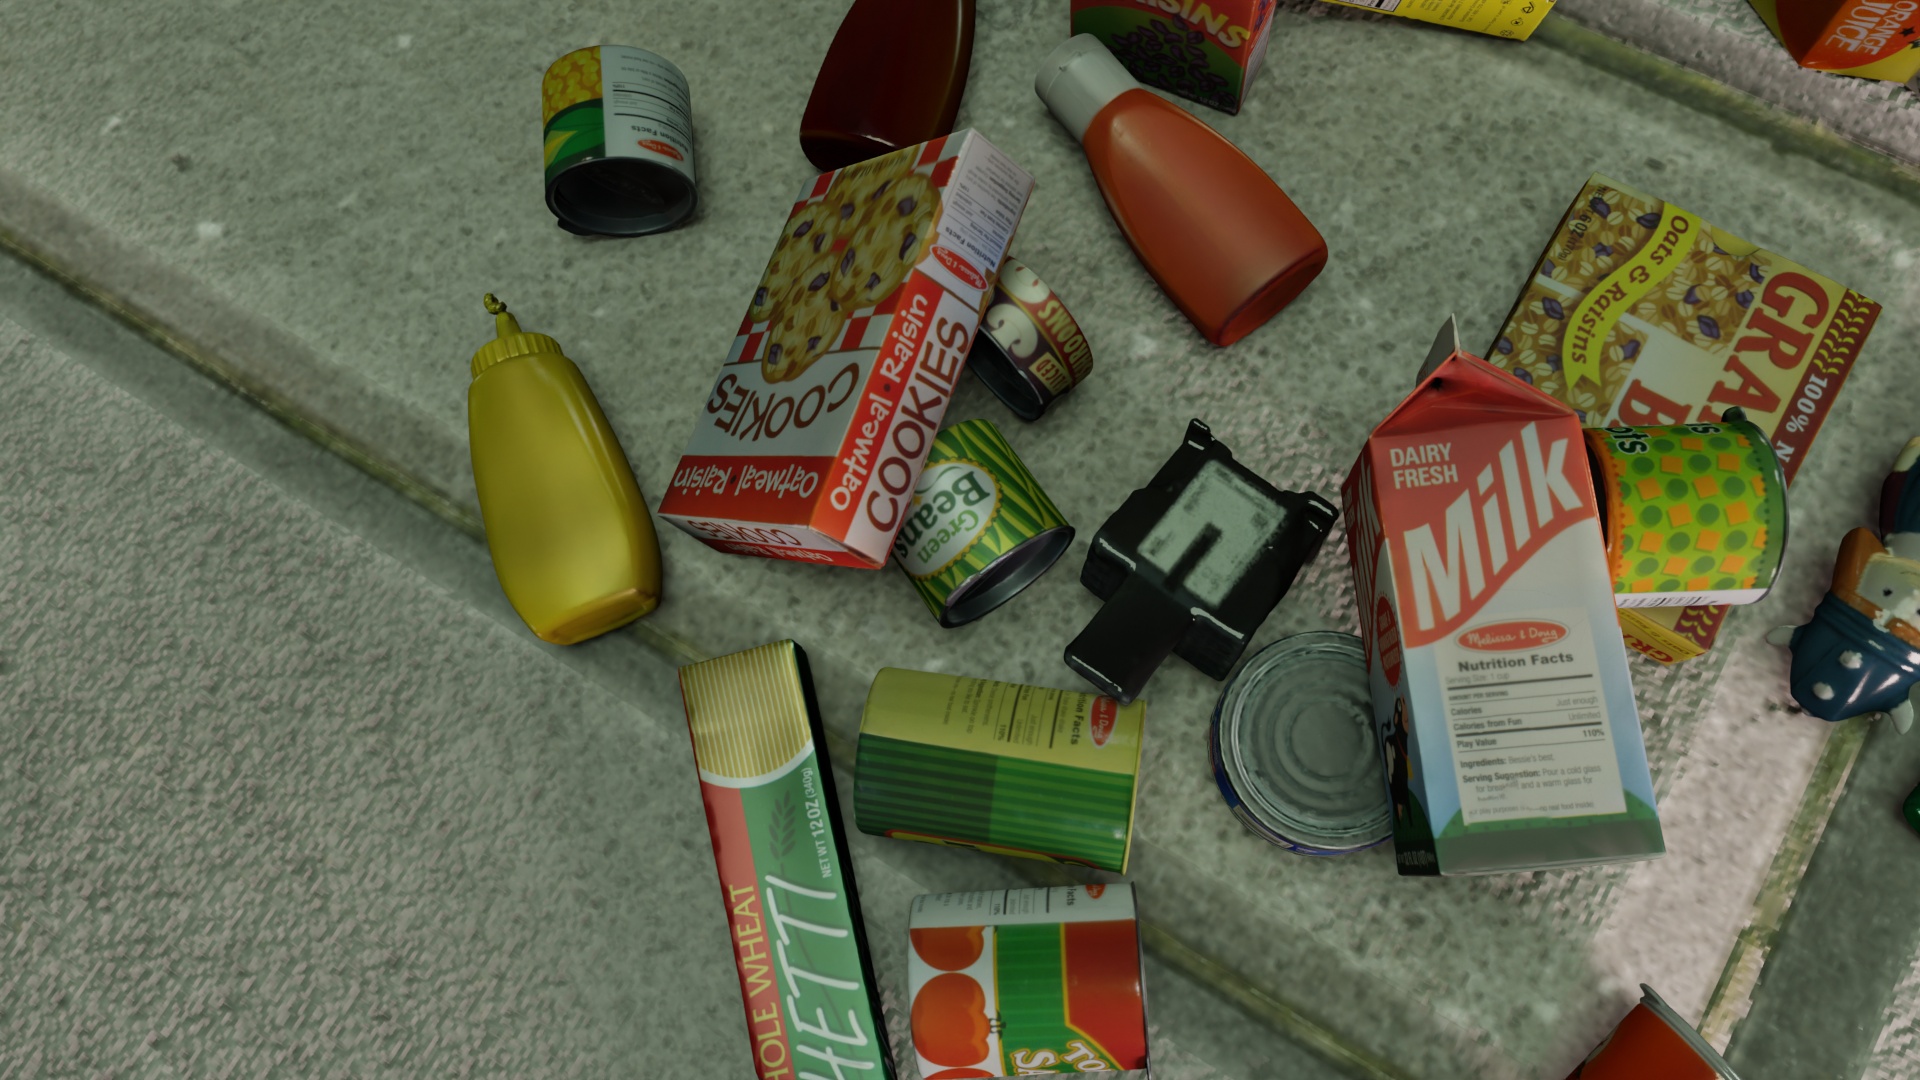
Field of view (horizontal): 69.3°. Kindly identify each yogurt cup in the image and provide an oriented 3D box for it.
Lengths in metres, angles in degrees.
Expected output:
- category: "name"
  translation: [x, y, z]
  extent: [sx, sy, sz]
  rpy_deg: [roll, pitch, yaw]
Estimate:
- category: "yogurt cup"
  translation: [0.244, 0.202, 0.482]
  extent: [0.054, 0.072, 0.072]
  rpy_deg: [-39, 75, 3]

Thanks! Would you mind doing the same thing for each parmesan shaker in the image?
- category: "parmesan shaker"
  translation: [0.016, 0.086, 0.535]
  extent: [0.103, 0.071, 0.071]
  rpy_deg: [7, 76, 8]

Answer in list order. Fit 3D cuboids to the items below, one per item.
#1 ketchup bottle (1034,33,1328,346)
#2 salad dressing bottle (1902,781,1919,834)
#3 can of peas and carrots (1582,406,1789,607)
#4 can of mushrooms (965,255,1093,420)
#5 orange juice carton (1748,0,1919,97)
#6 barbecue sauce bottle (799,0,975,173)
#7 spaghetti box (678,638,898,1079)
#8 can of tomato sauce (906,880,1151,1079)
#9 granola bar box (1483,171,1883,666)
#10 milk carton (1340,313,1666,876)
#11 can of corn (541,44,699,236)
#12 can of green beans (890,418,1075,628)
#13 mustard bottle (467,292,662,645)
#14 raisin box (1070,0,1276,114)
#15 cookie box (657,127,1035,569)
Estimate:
- category: "ketchup bottle"
  translation: [0.090, -0.158, 0.605]
  extent: [0.064, 0.043, 0.149]
  rpy_deg: [-39, 74, 7]
- category: "salad dressing bottle"
  translation: [0.414, 0.058, 0.517]
  extent: [0.148, 0.044, 0.064]
  rpy_deg: [-45, 77, -7]
- category: "can of peas and carrots"
  translation: [0.250, -0.011, 0.497]
  extent: [0.059, 0.071, 0.071]
  rpy_deg: [-3, 75, 5]
- category: "can of mushrooms"
  translation: [0.023, -0.084, 0.578]
  extent: [0.033, 0.071, 0.071]
  rpy_deg: [-41, 75, -8]
- category: "orange juice carton"
  translation: [0.378, -0.281, 0.600]
  extent: [0.073, 0.071, 0.193]
  rpy_deg: [-25, 74, -2]
- category: "barbecue sauce bottle"
  translation: [-0.022, -0.235, 0.637]
  extent: [0.065, 0.043, 0.149]
  rpy_deg: [16, 76, 9]
- category: "spaghetti box"
  translation: [-0.060, 0.163, 0.537]
  extent: [0.050, 0.028, 0.250]
  rpy_deg: [-15, 74, 2]
- category: "can of tomato sauce"
  translation: [0.026, 0.163, 0.510]
  extent: [0.083, 0.071, 0.071]
  rpy_deg: [-4, 74, 5]
- category: "granola bar box"
  translation: [0.272, -0.052, 0.562]
  extent: [0.124, 0.039, 0.166]
  rpy_deg: [30, 79, 12]
- category: "milk carton"
  translation: [0.183, 0.020, 0.495]
  extent: [0.073, 0.072, 0.191]
  rpy_deg: [-6, 76, 5]
- category: "can of corn"
  translation: [-0.154, -0.177, 0.622]
  extent: [0.071, 0.071, 0.058]
  rpy_deg: [-8, 74, 3]
- category: "can of green beans"
  translation: [0.003, -0.007, 0.559]
  extent: [0.071, 0.071, 0.058]
  rpy_deg: [-35, 75, -5]
- category: "mustard bottle"
  translation: [-0.176, -0.037, 0.592]
  extent: [0.065, 0.048, 0.160]
  rpy_deg: [-21, 73, -1]
- category: "raisin box"
  translation: [0.091, -0.242, 0.587]
  extent: [0.086, 0.123, 0.040]
  rpy_deg: [25, 78, 11]
- category: "cookie box"
  translation: [-0.048, -0.074, 0.560]
  extent: [0.123, 0.040, 0.168]
  rpy_deg: [4, 69, 52]
